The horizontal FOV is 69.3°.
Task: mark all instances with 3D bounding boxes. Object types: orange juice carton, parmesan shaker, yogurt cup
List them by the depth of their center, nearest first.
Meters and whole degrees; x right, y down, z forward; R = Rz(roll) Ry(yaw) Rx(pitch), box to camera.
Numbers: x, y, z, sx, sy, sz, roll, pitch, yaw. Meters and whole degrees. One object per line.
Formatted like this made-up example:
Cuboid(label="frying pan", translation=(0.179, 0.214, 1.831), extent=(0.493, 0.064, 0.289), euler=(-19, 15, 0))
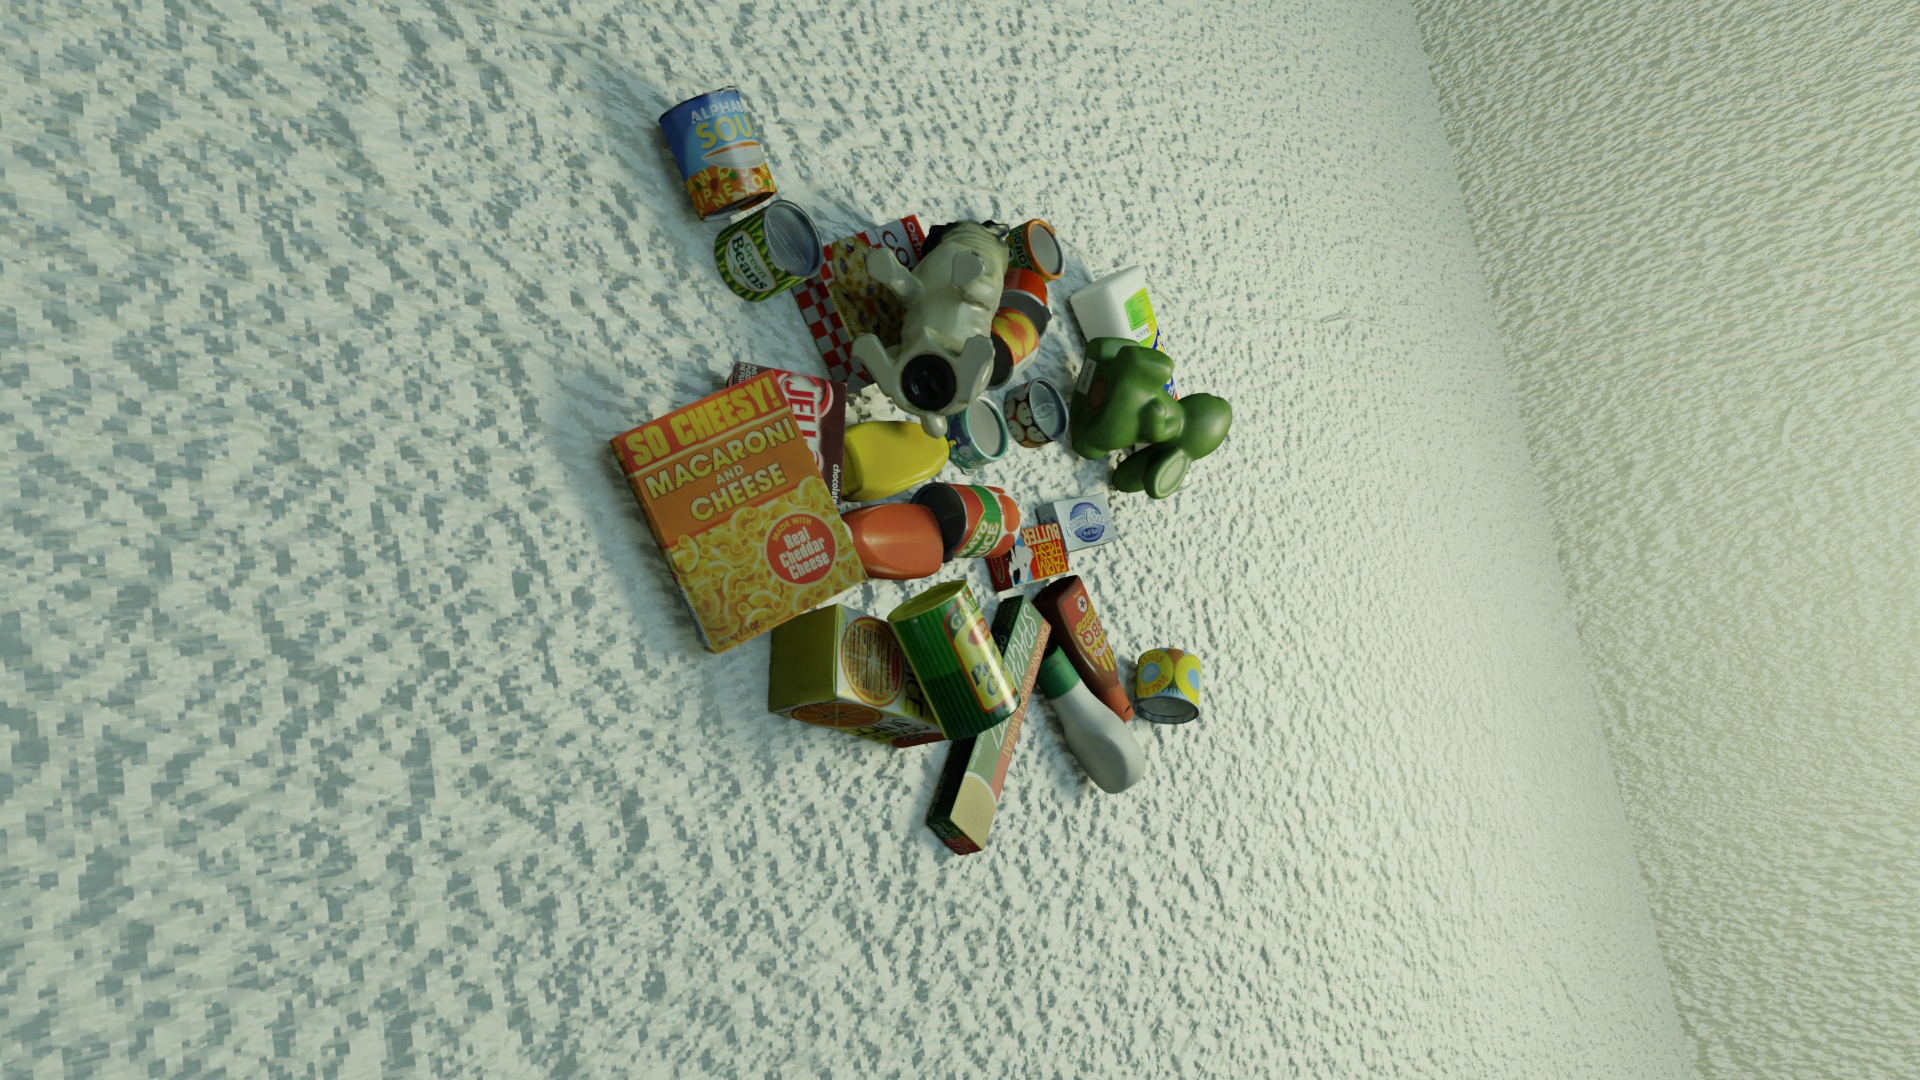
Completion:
Cuboid(label="parmesan shaker", translation=(-0.003, 0.089, 1.046), extent=(0.071, 0.071, 0.103), euler=(-39, 106, -52))
Cuboid(label="orange juice carton", translation=(-0.055, 0.113, 1.086), extent=(0.192, 0.071, 0.073), euler=(25, 57, -45))
Cuboid(label="yogurt cup", translation=(0.057, -0.235, 1.388), extent=(0.072, 0.072, 0.054), euler=(48, 35, -30))

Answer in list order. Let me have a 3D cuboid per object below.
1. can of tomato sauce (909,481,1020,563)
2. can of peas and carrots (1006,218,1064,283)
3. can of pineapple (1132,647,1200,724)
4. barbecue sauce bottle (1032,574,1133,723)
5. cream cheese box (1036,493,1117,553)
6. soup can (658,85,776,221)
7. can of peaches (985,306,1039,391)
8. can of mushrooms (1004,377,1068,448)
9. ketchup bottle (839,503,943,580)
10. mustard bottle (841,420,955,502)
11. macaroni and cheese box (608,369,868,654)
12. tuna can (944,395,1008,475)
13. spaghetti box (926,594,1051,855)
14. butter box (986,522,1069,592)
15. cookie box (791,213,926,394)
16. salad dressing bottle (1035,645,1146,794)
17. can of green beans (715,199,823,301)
Cuboid(label="can of tomato sauce", translation=(0.004, -0.015, 1.221), extent=(0.083, 0.071, 0.071), euler=(1, 75, -53))
Cuboid(label="can of peas and carrots", translation=(0.064, -0.289, 1.421), extent=(0.071, 0.058, 0.071), euler=(26, 56, -45))
Cuboid(label="can of pineapple", translation=(0.212, 0.149, 1.426), extent=(0.071, 0.071, 0.058), euler=(38, 48, -38))
Cuboid(label="barbecue sauce bottle", translation=(0.121, 0.111, 1.342), extent=(0.065, 0.043, 0.148), euler=(-41, 109, -53))
Cuboid(label="cream cheese box", translation=(0.119, -0.017, 1.408), extent=(0.104, 0.024, 0.053), euler=(-12, 84, -54))
Cuboid(label="soup can", translation=(-0.187, -0.302, 1.087), extent=(0.071, 0.071, 0.083), euler=(-31, 101, -53))
Cuboid(label="can of peaches", translation=(0.033, -0.185, 1.333), extent=(0.071, 0.071, 0.058), euler=(62, 38, -14))
Cuboid(label="can of mushrooms", translation=(0.077, -0.125, 1.391), extent=(0.071, 0.033, 0.071), euler=(26, 55, -45))
Cuboid(label="ketchup bottle", translation=(-0.076, 0.001, 1.130), extent=(0.149, 0.043, 0.065), euler=(1, 75, -52))
Cuboid(label="mustard bottle", translation=(-0.053, -0.071, 1.185), extent=(0.161, 0.048, 0.065), euler=(-13, 86, -55))
Cuboid(label="macaroni and cheese box", translation=(-0.157, -0.021, 0.988), extent=(0.124, 0.040, 0.166), euler=(-27, 98, -20))
Cuboid(label="tuna can", translation=(0.014, -0.099, 1.297), extent=(0.071, 0.032, 0.071), euler=(25, 56, -45))
Cuboid(label="spaghetti box", translation=(0.028, 0.154, 1.214), extent=(0.050, 0.028, 0.251), euler=(50, 42, -29))
Cuboid(label="butter box", translation=(0.063, 0.015, 1.322), extent=(0.104, 0.024, 0.053), euler=(-12, 86, -54))
Cuboid(label="cookie box", translation=(-0.072, -0.211, 1.228), extent=(0.168, 0.040, 0.122), euler=(-36, 105, -52))
Cuboid(label="salad dressing bottle", translation=(0.117, 0.167, 1.301), extent=(0.044, 0.064, 0.147), euler=(-42, 102, -41))
Cuboid(label="can of green beans", translation=(-0.153, -0.232, 1.113), extent=(0.071, 0.057, 0.071), euler=(25, 57, -46))
